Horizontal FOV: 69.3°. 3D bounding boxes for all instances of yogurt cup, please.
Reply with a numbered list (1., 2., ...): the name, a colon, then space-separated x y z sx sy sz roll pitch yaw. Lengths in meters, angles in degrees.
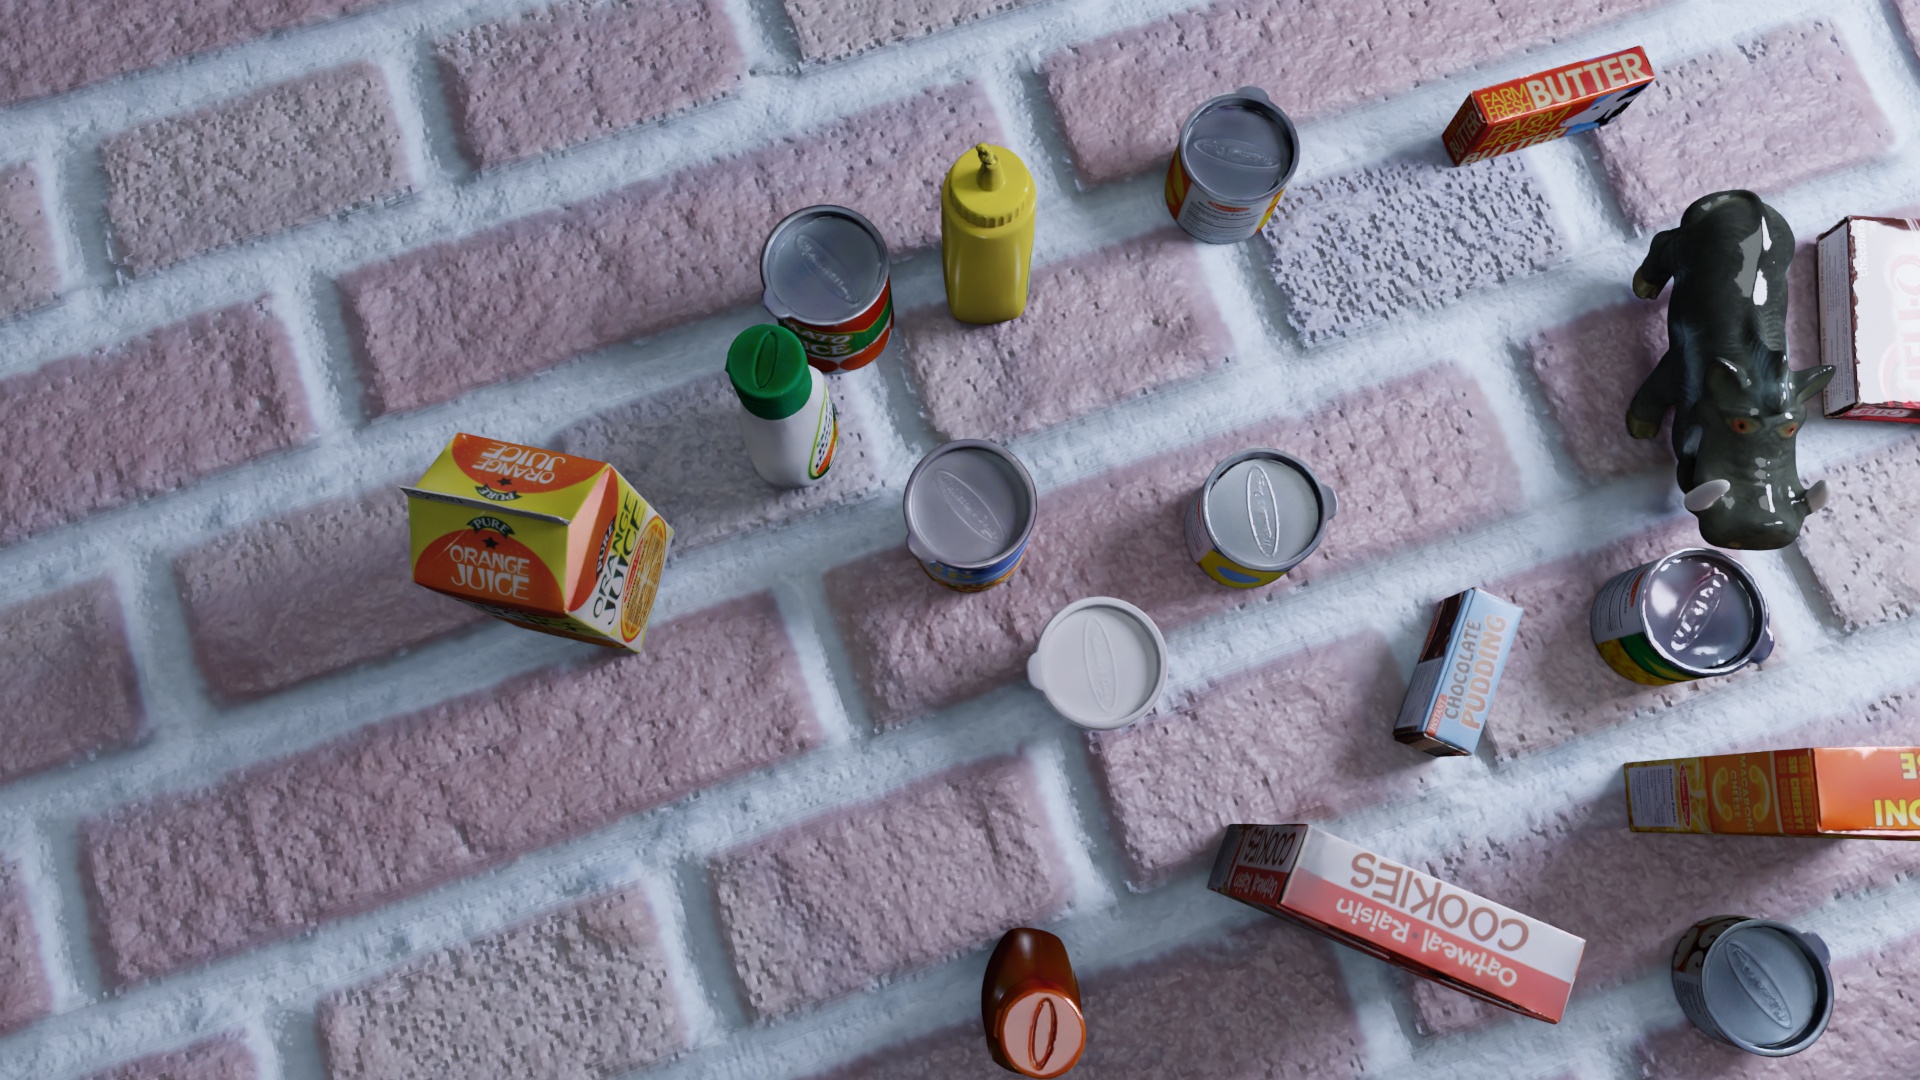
1. yogurt cup: 0.071 0.066 0.725 0.072 0.054 0.072 0 78 0

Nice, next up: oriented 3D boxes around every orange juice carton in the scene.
1. orange juice carton: -0.198 0.002 0.665 0.072 0.192 0.073 12 79 2

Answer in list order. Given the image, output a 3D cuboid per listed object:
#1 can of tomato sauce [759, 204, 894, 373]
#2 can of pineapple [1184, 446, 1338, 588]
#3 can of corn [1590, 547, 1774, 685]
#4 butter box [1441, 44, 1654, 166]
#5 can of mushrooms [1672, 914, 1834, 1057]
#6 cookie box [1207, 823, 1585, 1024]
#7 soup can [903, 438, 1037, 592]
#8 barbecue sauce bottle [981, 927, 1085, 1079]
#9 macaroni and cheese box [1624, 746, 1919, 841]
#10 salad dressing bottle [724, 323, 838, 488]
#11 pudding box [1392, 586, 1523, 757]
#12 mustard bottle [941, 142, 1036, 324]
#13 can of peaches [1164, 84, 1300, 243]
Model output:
1. can of tomato sauce: -0.071 -0.132 0.750 0.071 0.083 0.071 0 79 0
2. can of pineapple: 0.158 -0.010 0.739 0.071 0.057 0.071 0 78 0
3. can of corn: 0.378 0.043 0.729 0.071 0.058 0.071 0 78 0
4. butter box: 0.334 -0.247 0.792 0.103 0.053 0.024 -16 79 -4
5. can of mushrooms: 0.403 0.223 0.704 0.071 0.033 0.071 0 78 0
6. cookie box: 0.192 0.173 0.645 0.123 0.167 0.040 22 80 4
7. soup can: 0.003 -0.009 0.725 0.071 0.083 0.071 0 79 0
8. barbecue sauce bottle: 0.033 0.218 0.644 0.044 0.148 0.065 10 79 2
9. macaroni and cheese box: 0.416 0.121 0.658 0.124 0.166 0.040 0 79 0
10. salad dressing bottle: -0.090 -0.067 0.704 0.044 0.147 0.064 9 79 2
11. pudding box: 0.260 0.070 0.727 0.030 0.049 0.084 22 79 4
12. mustard bottle: 0.014 -0.163 0.718 0.049 0.160 0.065 -3 79 -1
13. can of peaches: 0.152 -0.210 0.781 0.071 0.058 0.071 0 78 0
